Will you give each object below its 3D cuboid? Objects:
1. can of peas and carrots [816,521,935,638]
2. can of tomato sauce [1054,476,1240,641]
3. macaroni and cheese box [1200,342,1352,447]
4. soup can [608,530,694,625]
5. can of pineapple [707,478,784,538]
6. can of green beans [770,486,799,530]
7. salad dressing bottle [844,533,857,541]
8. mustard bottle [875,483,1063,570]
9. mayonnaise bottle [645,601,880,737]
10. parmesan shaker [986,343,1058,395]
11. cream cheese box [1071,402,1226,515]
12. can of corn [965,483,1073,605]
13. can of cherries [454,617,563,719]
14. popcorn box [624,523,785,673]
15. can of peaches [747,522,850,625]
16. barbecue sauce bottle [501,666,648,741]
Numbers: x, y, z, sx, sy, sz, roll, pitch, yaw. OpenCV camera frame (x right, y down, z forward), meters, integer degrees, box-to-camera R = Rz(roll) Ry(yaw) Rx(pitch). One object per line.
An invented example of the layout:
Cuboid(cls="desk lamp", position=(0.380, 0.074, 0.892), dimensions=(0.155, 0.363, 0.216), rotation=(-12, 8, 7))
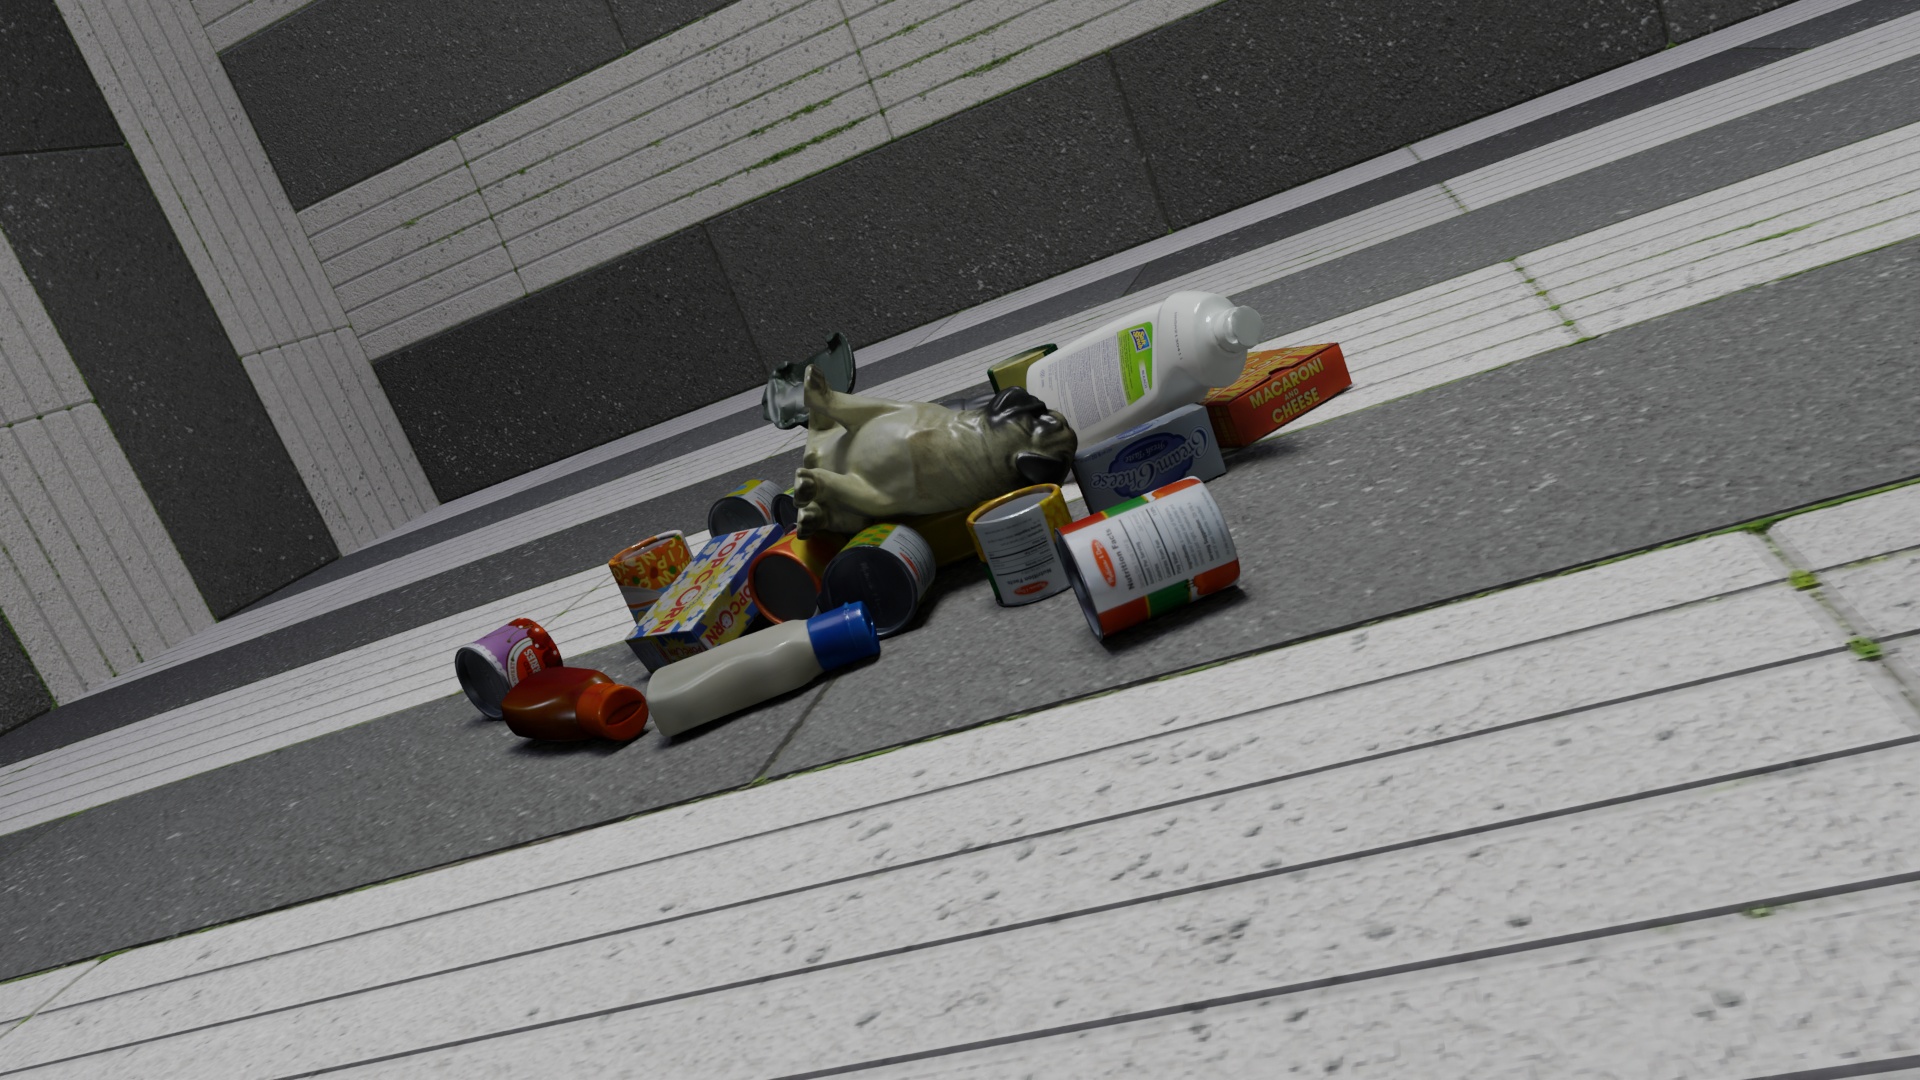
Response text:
Cuboid(cls="can of peas and carrots", position=(-0.057, 0.027, 0.945), dimensions=(0.071, 0.071, 0.059), rotation=(-18, 13, 17))
Cuboid(cls="can of tomato sauce", position=(0.102, 0.009, 0.764), dimensions=(0.083, 0.071, 0.071), rotation=(-22, 13, -2))
Cuboid(cls="macaroni and cheese box", position=(0.214, -0.116, 1.133), dimensions=(0.124, 0.040, 0.166), rotation=(-29, 15, -24))
Cuboid(cls="soup can", position=(-0.244, 0.043, 1.138), dimensions=(0.071, 0.083, 0.071), rotation=(-21, 13, 5))
Cuboid(cls="can of pineapple", position=(-0.209, -0.021, 1.376), dimensions=(0.071, 0.071, 0.058), rotation=(-16, 14, 25))
Cuboid(cls="can of green beans", position=(-0.129, -0.024, 1.259), dimensions=(0.058, 0.071, 0.071), rotation=(-31, 16, -36))
Cuboid(cls="salad dressing bottle", position=(-0.048, -0.034, 1.218), dimensions=(0.064, 0.044, 0.148), rotation=(-11, 17, 36))
Cuboid(cls="mustard bottle", position=(0.004, -0.013, 1.043), dimensions=(0.160, 0.048, 0.065), rotation=(-19, 19, 10))
Cuboid(cls="mayonnaise bottle", position=(-0.127, 0.081, 0.901), dimensions=(0.148, 0.041, 0.065), rotation=(-20, 15, 4))
Cuboid(cls="parmesan shaker", position=(0.074, -0.113, 1.208), dimensions=(0.071, 0.103, 0.071), rotation=(-21, 13, 5))
Cuboid(cls="cream cheese box", position=(0.133, -0.054, 0.990), dimensions=(0.104, 0.053, 0.024), rotation=(-23, 15, -6))
Cuboid(cls="can of corn", position=(0.044, 0.001, 0.902), dimensions=(0.071, 0.058, 0.071), rotation=(-21, 13, 5))
Cuboid(cls="can of cherries", position=(-0.367, 0.104, 1.136), dimensions=(0.071, 0.071, 0.059), rotation=(-10, 16, 42))
Cuboid(cls="popcorn box", position=(-0.190, 0.044, 1.080), dimensions=(0.085, 0.038, 0.127), rotation=(-10, 34, 41))
Cuboid(cls="can of peaches", position=(-0.119, 0.025, 1.044), dimensions=(0.071, 0.071, 0.058), rotation=(-14, 16, 32))
Cuboid(cls="barbecue sauce bottle", position=(-0.268, 0.117, 0.977), dimensions=(0.065, 0.043, 0.148), rotation=(-32, 17, -35))
